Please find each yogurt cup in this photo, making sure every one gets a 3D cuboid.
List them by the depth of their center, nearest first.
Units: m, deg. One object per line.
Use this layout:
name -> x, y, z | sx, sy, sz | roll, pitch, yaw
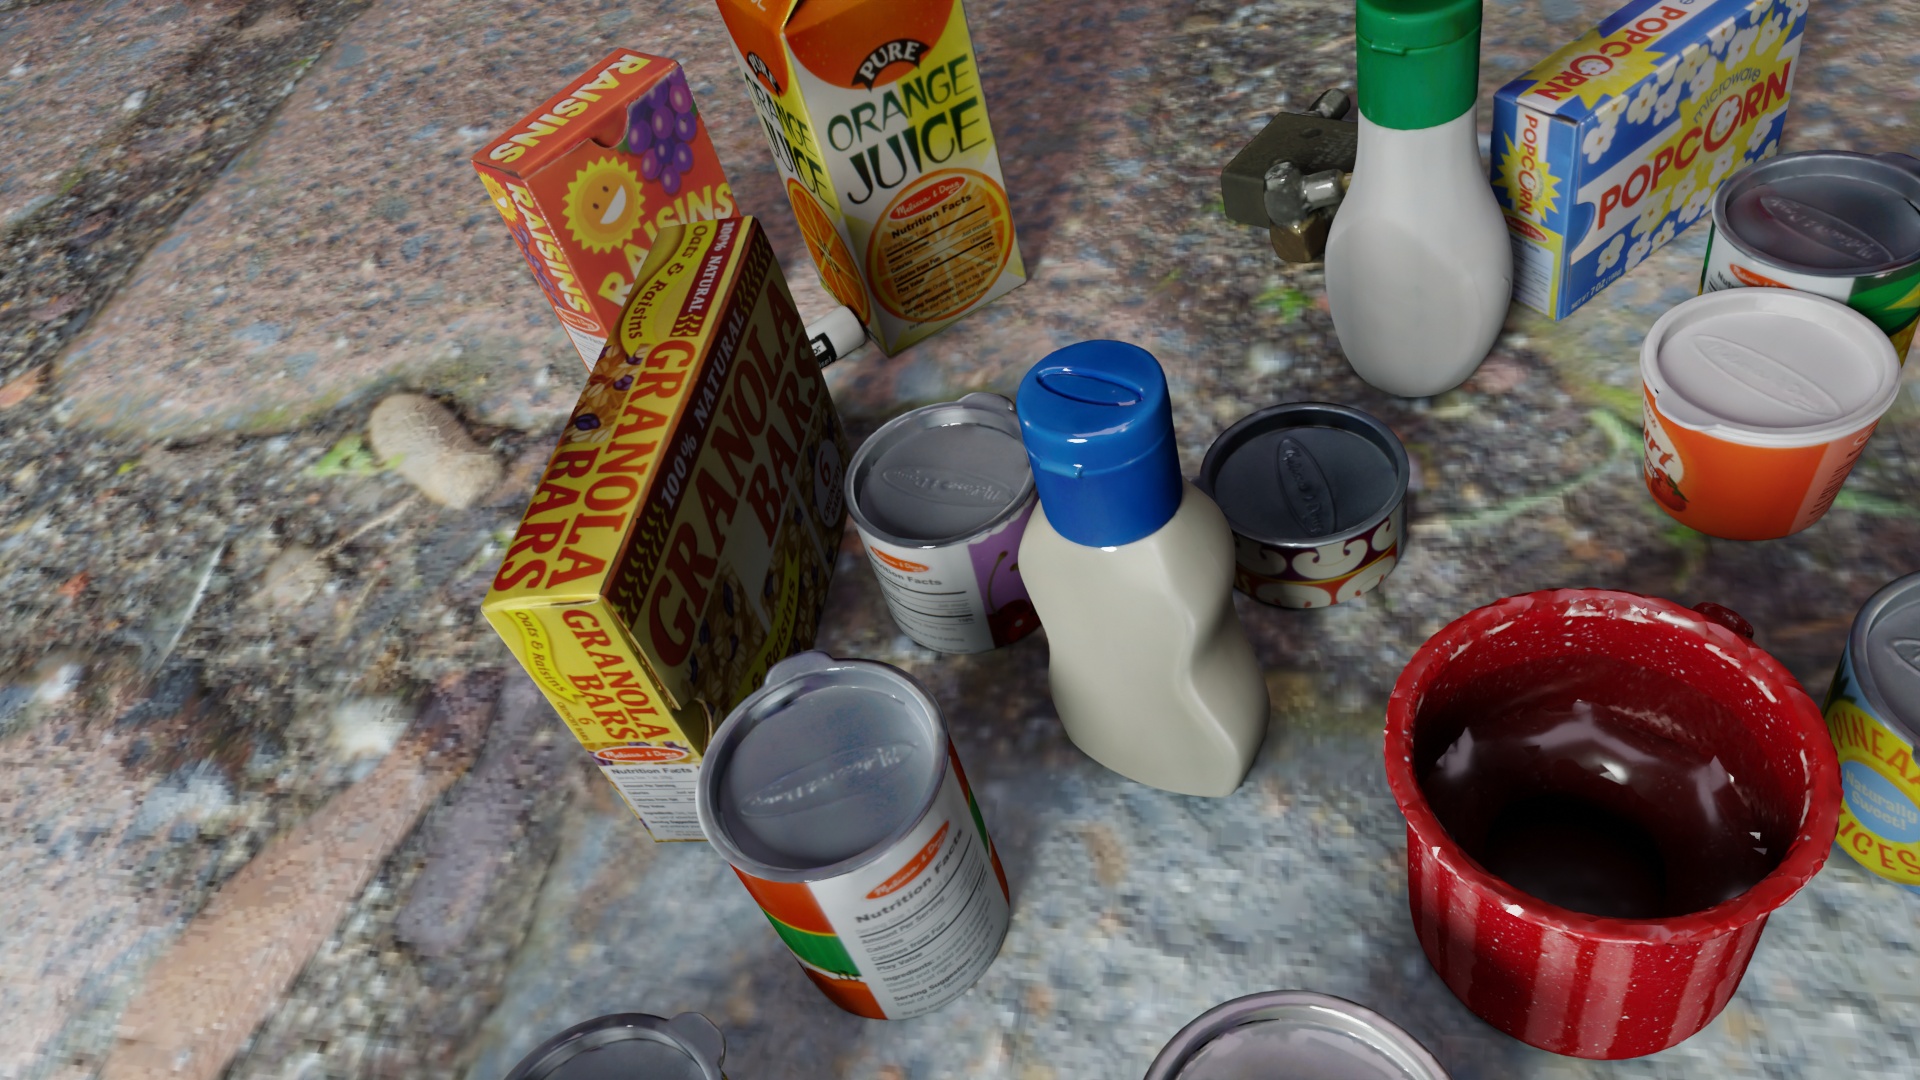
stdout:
yogurt cup -> 0.244, -0.037, 0.428 | 0.072, 0.053, 0.073 | -9, 46, 9

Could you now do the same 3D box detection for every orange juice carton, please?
orange juice carton -> -0.038, -0.176, 0.548 | 0.073, 0.191, 0.072 | -30, 47, -11

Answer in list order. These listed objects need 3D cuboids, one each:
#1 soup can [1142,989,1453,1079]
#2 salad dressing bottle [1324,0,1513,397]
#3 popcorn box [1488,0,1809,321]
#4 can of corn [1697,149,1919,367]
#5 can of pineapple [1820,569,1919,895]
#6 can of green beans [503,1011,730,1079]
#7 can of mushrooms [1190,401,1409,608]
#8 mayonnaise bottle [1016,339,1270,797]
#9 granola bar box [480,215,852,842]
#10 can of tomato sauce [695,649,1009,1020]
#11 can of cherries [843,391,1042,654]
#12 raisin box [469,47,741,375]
soup can -> 0.071, 0.145, 0.291 | 0.071, 0.083, 0.072 | -9, 46, 9
salad dressing bottle -> 0.153, -0.116, 0.464 | 0.064, 0.147, 0.044 | 26, 60, 35
popcorn box -> 0.251, -0.151, 0.511 | 0.127, 0.084, 0.038 | -34, 48, -15
can of corn -> 0.284, -0.087, 0.460 | 0.071, 0.058, 0.071 | -9, 46, 9
can of pineapple -> 0.250, 0.049, 0.343 | 0.071, 0.057, 0.071 | -9, 46, 9
can of green beans -> -0.079, 0.160, 0.341 | 0.071, 0.057, 0.071 | -9, 46, 9
can of mushrooms -> 0.111, -0.012, 0.460 | 0.071, 0.033, 0.071 | -9, 46, 9
mayonnaise bottle -> 0.047, 0.012, 0.377 | 0.065, 0.147, 0.041 | 17, 55, 29
granola bar box -> -0.081, -0.005, 0.450 | 0.039, 0.123, 0.166 | -3, 48, 15
can of tomato sauce -> -0.027, 0.082, 0.380 | 0.071, 0.082, 0.071 | -9, 46, 9
can of cherries -> 0.002, -0.006, 0.471 | 0.071, 0.058, 0.072 | -9, 46, 9
raisin box -> -0.136, -0.128, 0.581 | 0.040, 0.122, 0.086 | 24, 59, 34
